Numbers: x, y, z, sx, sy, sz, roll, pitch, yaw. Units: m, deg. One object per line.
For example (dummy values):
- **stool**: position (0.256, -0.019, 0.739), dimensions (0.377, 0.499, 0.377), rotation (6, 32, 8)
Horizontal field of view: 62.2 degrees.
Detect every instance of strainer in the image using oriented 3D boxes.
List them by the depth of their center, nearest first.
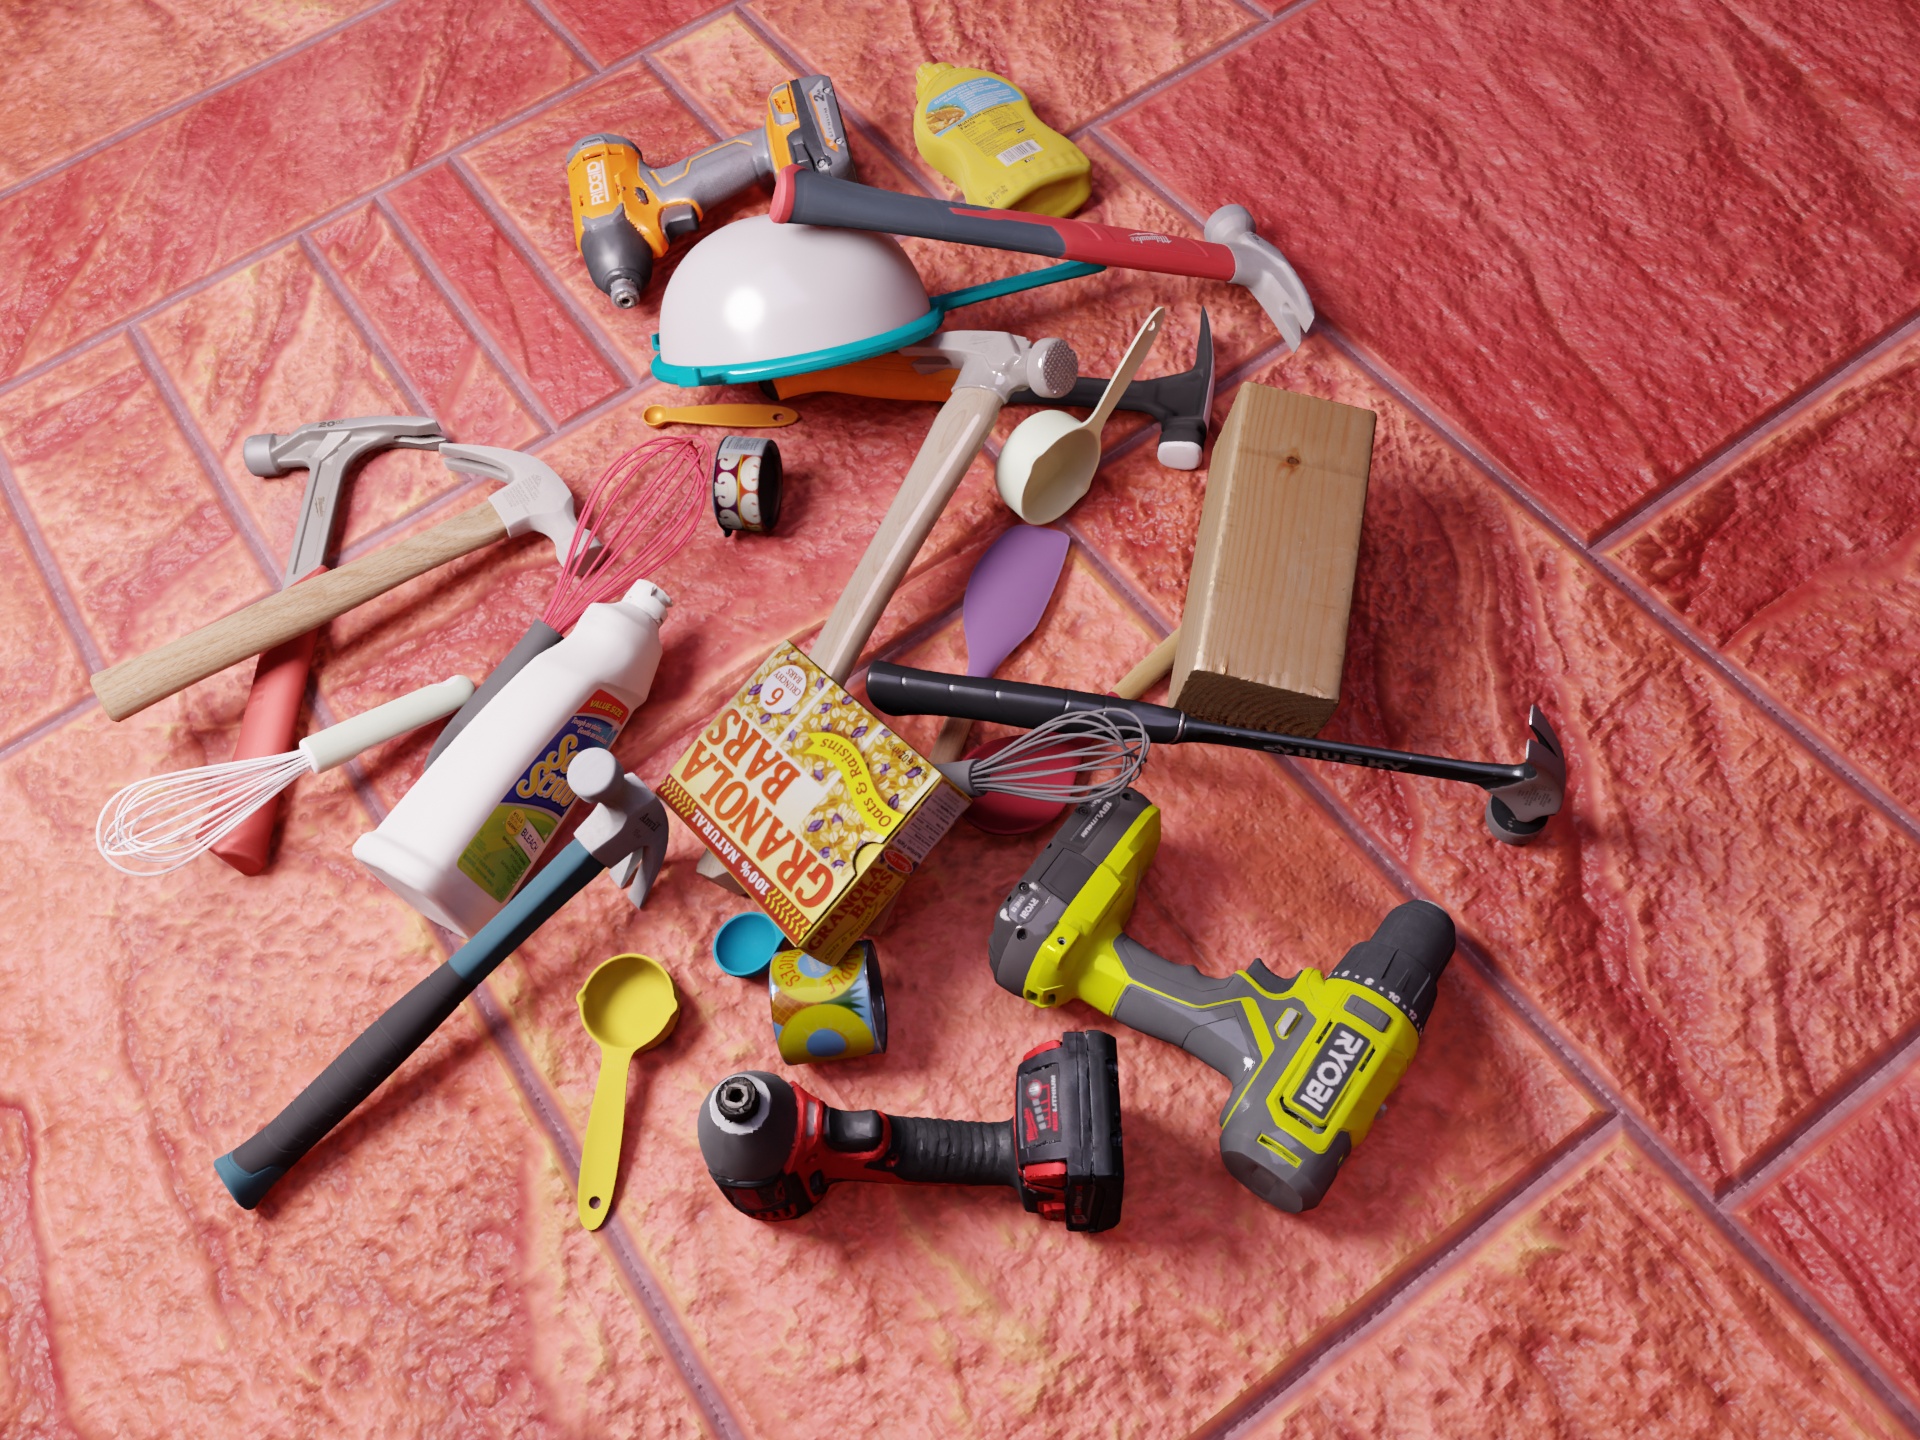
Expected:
- **strainer**: position (-0.061, -0.323, 1.122), dimensions (0.340, 0.095, 0.211), rotation (-16, 24, -10)

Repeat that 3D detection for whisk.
- **whisk**: position (0.009, 0.031, 0.940), dimensions (0.239, 0.055, 0.055), rotation (-10, 54, 37)
- **whisk**: position (-0.423, 0.028, 1.017), dimensions (0.246, 0.059, 0.058), rotation (-28, 20, -29)
- **whisk**: position (-0.263, -0.077, 1.067), dimensions (0.073, 0.073, 0.296), rotation (31, 79, 22)

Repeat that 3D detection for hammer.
- **hammer**: position (-0.301, 0.156, 0.928), dimensions (0.331, 0.128, 0.033), rotation (-44, 64, -7)
- **hammer**: position (0.142, 0.007, 0.931), dimensions (0.409, 0.149, 0.036), rotation (9, 71, 12)
- **hammer**: position (-0.068, -0.080, 1.035), dimensions (0.146, 0.038, 0.411), rotation (14, 71, 42)
- **hammer**: position (-0.419, -0.091, 1.079), dimensions (0.331, 0.031, 0.130), rotation (-29, 71, -21)
- **hammer**: position (0.061, -0.323, 1.089), dimensions (0.386, 0.038, 0.143), rotation (0, 48, -24)
- **hammer**: position (-0.455, -0.064, 1.105), dimensions (0.149, 0.036, 0.359), rotation (-4, 60, 5)
- **hammer**: position (0.015, -0.252, 1.158), dimensions (0.337, 0.034, 0.127), rotation (6, 62, 10)

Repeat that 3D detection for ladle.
- **ladle**: position (0.118, -0.031, 1.024), dimensions (0.315, 0.031, 0.069), rotation (-40, 69, -18)

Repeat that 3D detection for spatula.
- **spatula**: position (-0.002, -0.003, 1.027), dimensions (0.060, 0.018, 0.316), rotation (12, 62, 18)

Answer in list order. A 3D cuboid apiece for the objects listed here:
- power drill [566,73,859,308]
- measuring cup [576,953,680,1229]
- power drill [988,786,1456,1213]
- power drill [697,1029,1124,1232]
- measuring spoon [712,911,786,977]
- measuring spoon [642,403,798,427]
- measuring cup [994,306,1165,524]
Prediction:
- **power drill**: position (-0.193, -0.408, 1.247), dimensions (0.226, 0.084, 0.164), rotation (-15, 61, 3)
- **measuring cup**: position (-0.199, 0.216, 0.928), dimensions (0.062, 0.029, 0.157), rotation (4, 73, 9)
- **power drill**: position (0.150, 0.137, 0.898), dimensions (0.229, 0.080, 0.190), rotation (31, 65, 19)
- **power drill**: position (-0.027, 0.218, 0.835), dimensions (0.219, 0.143, 0.079), rotation (-2, 58, 3)
- **measuring spoon**: position (-0.087, 0.120, 0.961), dimensions (0.128, 0.021, 0.042), rotation (-25, 53, -3)
- **measuring spoon**: position (-0.178, -0.224, 1.180), dimensions (0.117, 0.011, 0.021), rotation (1, 61, 3)
- **measuring cup**: position (0.080, -0.212, 1.076), dimensions (0.038, 0.083, 0.167), rotation (38, 103, 28)
